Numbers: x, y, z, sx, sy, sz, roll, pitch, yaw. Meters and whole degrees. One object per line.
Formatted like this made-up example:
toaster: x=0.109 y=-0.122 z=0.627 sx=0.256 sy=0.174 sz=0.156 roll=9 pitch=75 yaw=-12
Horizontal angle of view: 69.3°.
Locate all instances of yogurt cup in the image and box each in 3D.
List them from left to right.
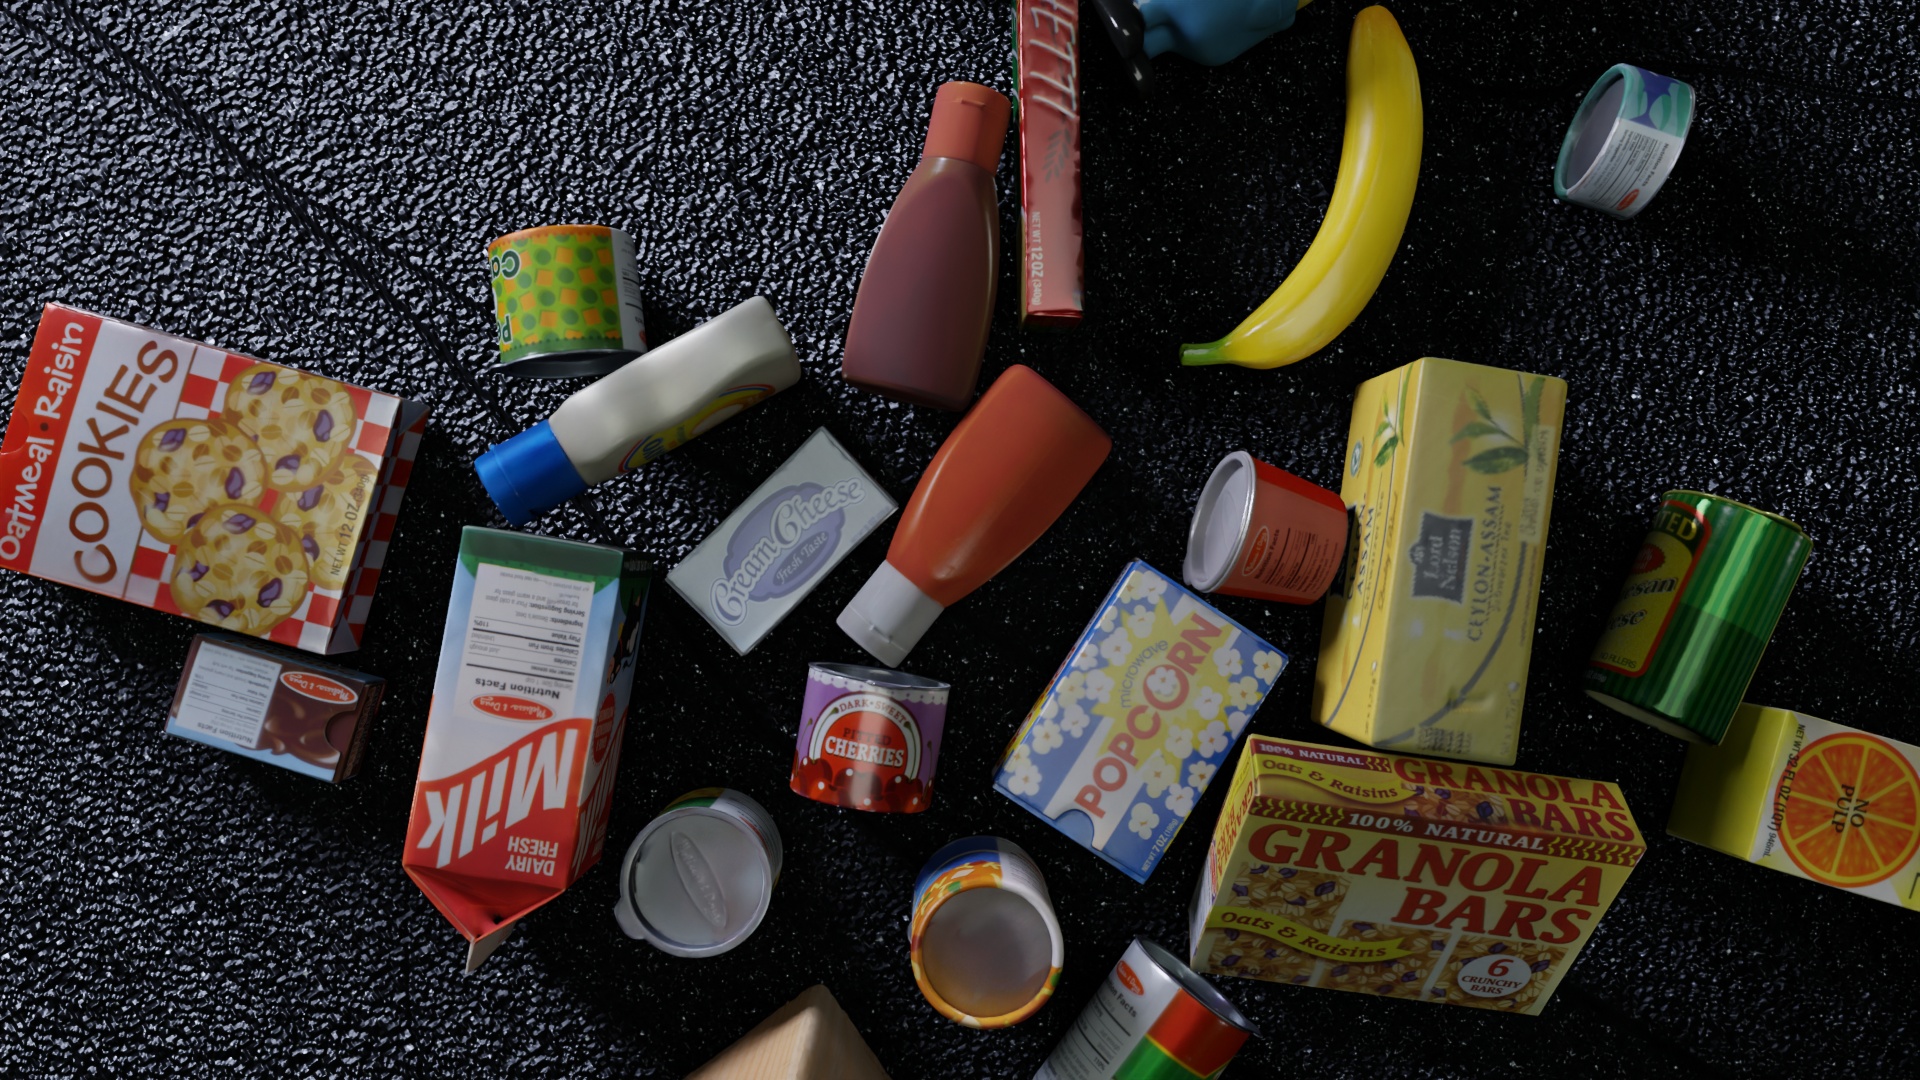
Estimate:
yogurt cup: x=0.143 y=-0.003 z=0.646 sx=0.054 sy=0.072 sz=0.072 roll=15 pitch=88 yaw=-9

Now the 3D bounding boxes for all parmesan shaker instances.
parmesan shaker: x=0.341 y=0.036 z=0.646 sx=0.071 sy=0.071 sz=0.103 roll=26 pitch=88 yaw=-1

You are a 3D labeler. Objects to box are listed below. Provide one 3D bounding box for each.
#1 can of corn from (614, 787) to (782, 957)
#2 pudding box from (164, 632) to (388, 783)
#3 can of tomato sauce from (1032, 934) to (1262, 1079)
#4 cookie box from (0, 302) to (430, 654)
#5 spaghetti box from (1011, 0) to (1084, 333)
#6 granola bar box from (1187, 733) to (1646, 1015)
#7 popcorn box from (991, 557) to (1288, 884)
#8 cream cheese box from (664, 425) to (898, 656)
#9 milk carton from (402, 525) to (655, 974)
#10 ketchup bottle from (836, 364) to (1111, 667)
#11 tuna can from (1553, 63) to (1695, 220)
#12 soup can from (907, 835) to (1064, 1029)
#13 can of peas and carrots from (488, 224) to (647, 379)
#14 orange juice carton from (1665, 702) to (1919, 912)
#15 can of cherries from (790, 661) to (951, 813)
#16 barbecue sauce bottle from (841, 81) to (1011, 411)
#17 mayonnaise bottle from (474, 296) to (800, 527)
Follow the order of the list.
can of corn: x=-0.119 y=0.151 z=0.637 sx=0.071 sy=0.058 sz=0.071 roll=0 pitch=89 yaw=-2
pudding box: x=-0.318 y=0.078 z=0.647 sx=0.084 sy=0.030 sz=0.049 roll=17 pitch=87 yaw=-1
can of tomato sauce: x=0.085 y=0.237 z=0.636 sx=0.071 sy=0.071 sz=0.083 roll=37 pitch=89 yaw=-1
cookie box: x=-0.351 y=-0.028 z=0.644 sx=0.167 sy=0.040 sz=0.123 roll=16 pitch=88 yaw=-1
spaghetti box: x=0.040 y=-0.224 z=0.655 sx=0.029 sy=0.050 sz=0.250 roll=-1 pitch=88 yaw=-3
granola bar box: x=0.196 y=0.152 z=0.623 sx=0.166 sy=0.039 sz=0.123 roll=8 pitch=127 yaw=-1
popcorn box: x=0.083 y=0.083 z=0.654 sx=0.085 sy=0.038 sz=0.126 roll=33 pitch=88 yaw=-2
cream cheese box: x=-0.083 y=0.001 z=0.658 sx=0.104 sy=0.024 sz=0.053 roll=-44 pitch=90 yaw=-2
milk carton: x=-0.196 y=0.093 z=0.630 sx=0.073 sy=0.072 sz=0.190 roll=9 pitch=87 yaw=-1
ketchup bottle: x=0.002 y=-0.008 z=0.651 sx=0.064 sy=0.043 sz=0.149 roll=40 pitch=88 yaw=-8
tuna can: x=0.311 y=-0.189 z=0.655 sx=0.033 sy=0.071 sz=0.071 roll=19 pitch=88 yaw=0
soup can: x=0.008 y=0.176 z=0.627 sx=0.071 sy=0.084 sz=0.071 roll=0 pitch=89 yaw=-1
can of peas and carrots: x=-0.182 y=-0.108 z=0.637 sx=0.071 sy=0.071 sz=0.058 roll=-7 pitch=88 yaw=-2
orange juice carton: x=0.444 y=0.134 z=0.645 sx=0.193 sy=0.073 sz=0.072 roll=16 pitch=88 yaw=-1
can of cherries: x=-0.042 y=0.089 z=0.634 sx=0.071 sy=0.071 sz=0.058 roll=10 pitch=89 yaw=-1
barbecue sauce bottle: x=-0.010 y=-0.139 z=0.655 sx=0.065 sy=0.043 sz=0.148 roll=13 pitch=88 yaw=-1
mayonnaise bottle: x=-0.145 y=-0.057 z=0.632 sx=0.148 sy=0.064 sz=0.041 roll=-31 pitch=85 yaw=-8
